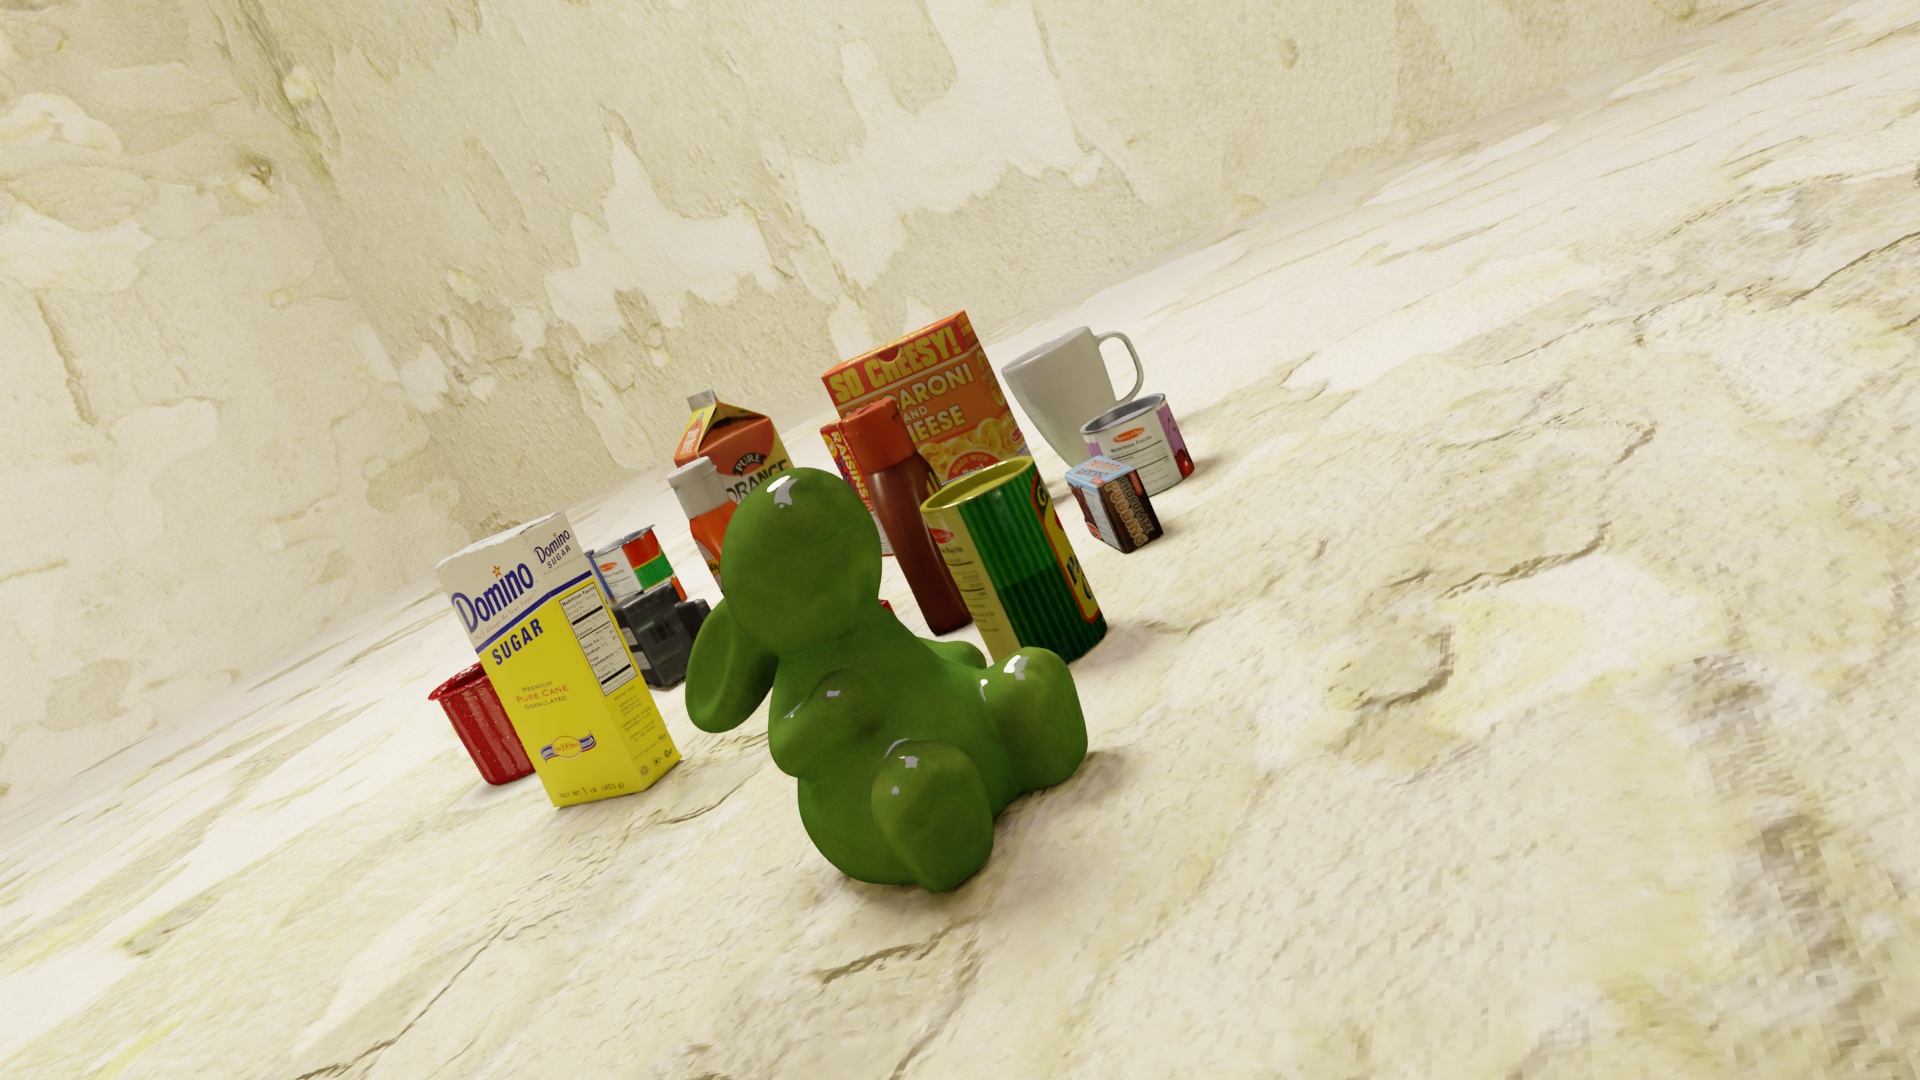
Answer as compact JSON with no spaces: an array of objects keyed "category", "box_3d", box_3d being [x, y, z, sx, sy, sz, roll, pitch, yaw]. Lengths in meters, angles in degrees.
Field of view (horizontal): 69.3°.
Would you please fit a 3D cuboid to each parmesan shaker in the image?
[{"category":"parmesan shaker","box_3d":[0.029,0.014,0.747,0.071,0.103,0.071,-24,12,5]}]

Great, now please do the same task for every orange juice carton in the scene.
[{"category":"orange juice carton","box_3d":[-0.179,-0.039,1.176,0.073,0.192,0.071,-31,13,-24]}]

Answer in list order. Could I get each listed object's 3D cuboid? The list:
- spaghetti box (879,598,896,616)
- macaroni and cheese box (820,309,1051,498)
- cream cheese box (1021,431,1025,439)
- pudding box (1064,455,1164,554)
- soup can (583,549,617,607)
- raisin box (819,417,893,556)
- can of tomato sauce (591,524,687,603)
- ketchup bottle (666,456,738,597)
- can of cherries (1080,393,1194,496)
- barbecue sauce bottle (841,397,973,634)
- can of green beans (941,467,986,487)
[{"category":"spaghetti box","box_3d":[-0.095,0.061,0.924,0.029,0.050,0.250,-30,13,-22]},{"category":"macaroni and cheese box","box_3d":[-0.019,-0.081,1.100,0.123,0.166,0.040,-21,12,20]},{"category":"cream cheese box","box_3d":[0.027,-0.061,1.192,0.024,0.053,0.103,-32,13,-28]},{"category":"pudding box","box_3d":[0.098,-0.025,0.903,0.030,0.049,0.084,-26,12,-5]},{"category":"soup can","box_3d":[-0.392,0.060,1.444,0.071,0.083,0.071,-24,12,5]},{"category":"raisin box","box_3d":[-0.054,-0.060,1.184,0.086,0.123,0.040,-31,13,-27]},{"category":"can of tomato sauce","box_3d":[-0.324,0.036,1.412,0.071,0.083,0.071,-24,12,5]},{"category":"ketchup bottle","box_3d":[-0.178,0.008,1.082,0.044,0.148,0.064,-30,12,-23]},{"category":"can of cherries","box_3d":[0.128,-0.067,1.002,0.071,0.058,0.071,-24,12,5]},{"category":"barbecue sauce bottle","box_3d":[-0.029,-0.017,0.889,0.043,0.148,0.065,-21,12,21]},{"category":"can of green beans","box_3d":[0.006,-0.014,1.023,0.071,0.057,0.071,-24,12,5]}]
